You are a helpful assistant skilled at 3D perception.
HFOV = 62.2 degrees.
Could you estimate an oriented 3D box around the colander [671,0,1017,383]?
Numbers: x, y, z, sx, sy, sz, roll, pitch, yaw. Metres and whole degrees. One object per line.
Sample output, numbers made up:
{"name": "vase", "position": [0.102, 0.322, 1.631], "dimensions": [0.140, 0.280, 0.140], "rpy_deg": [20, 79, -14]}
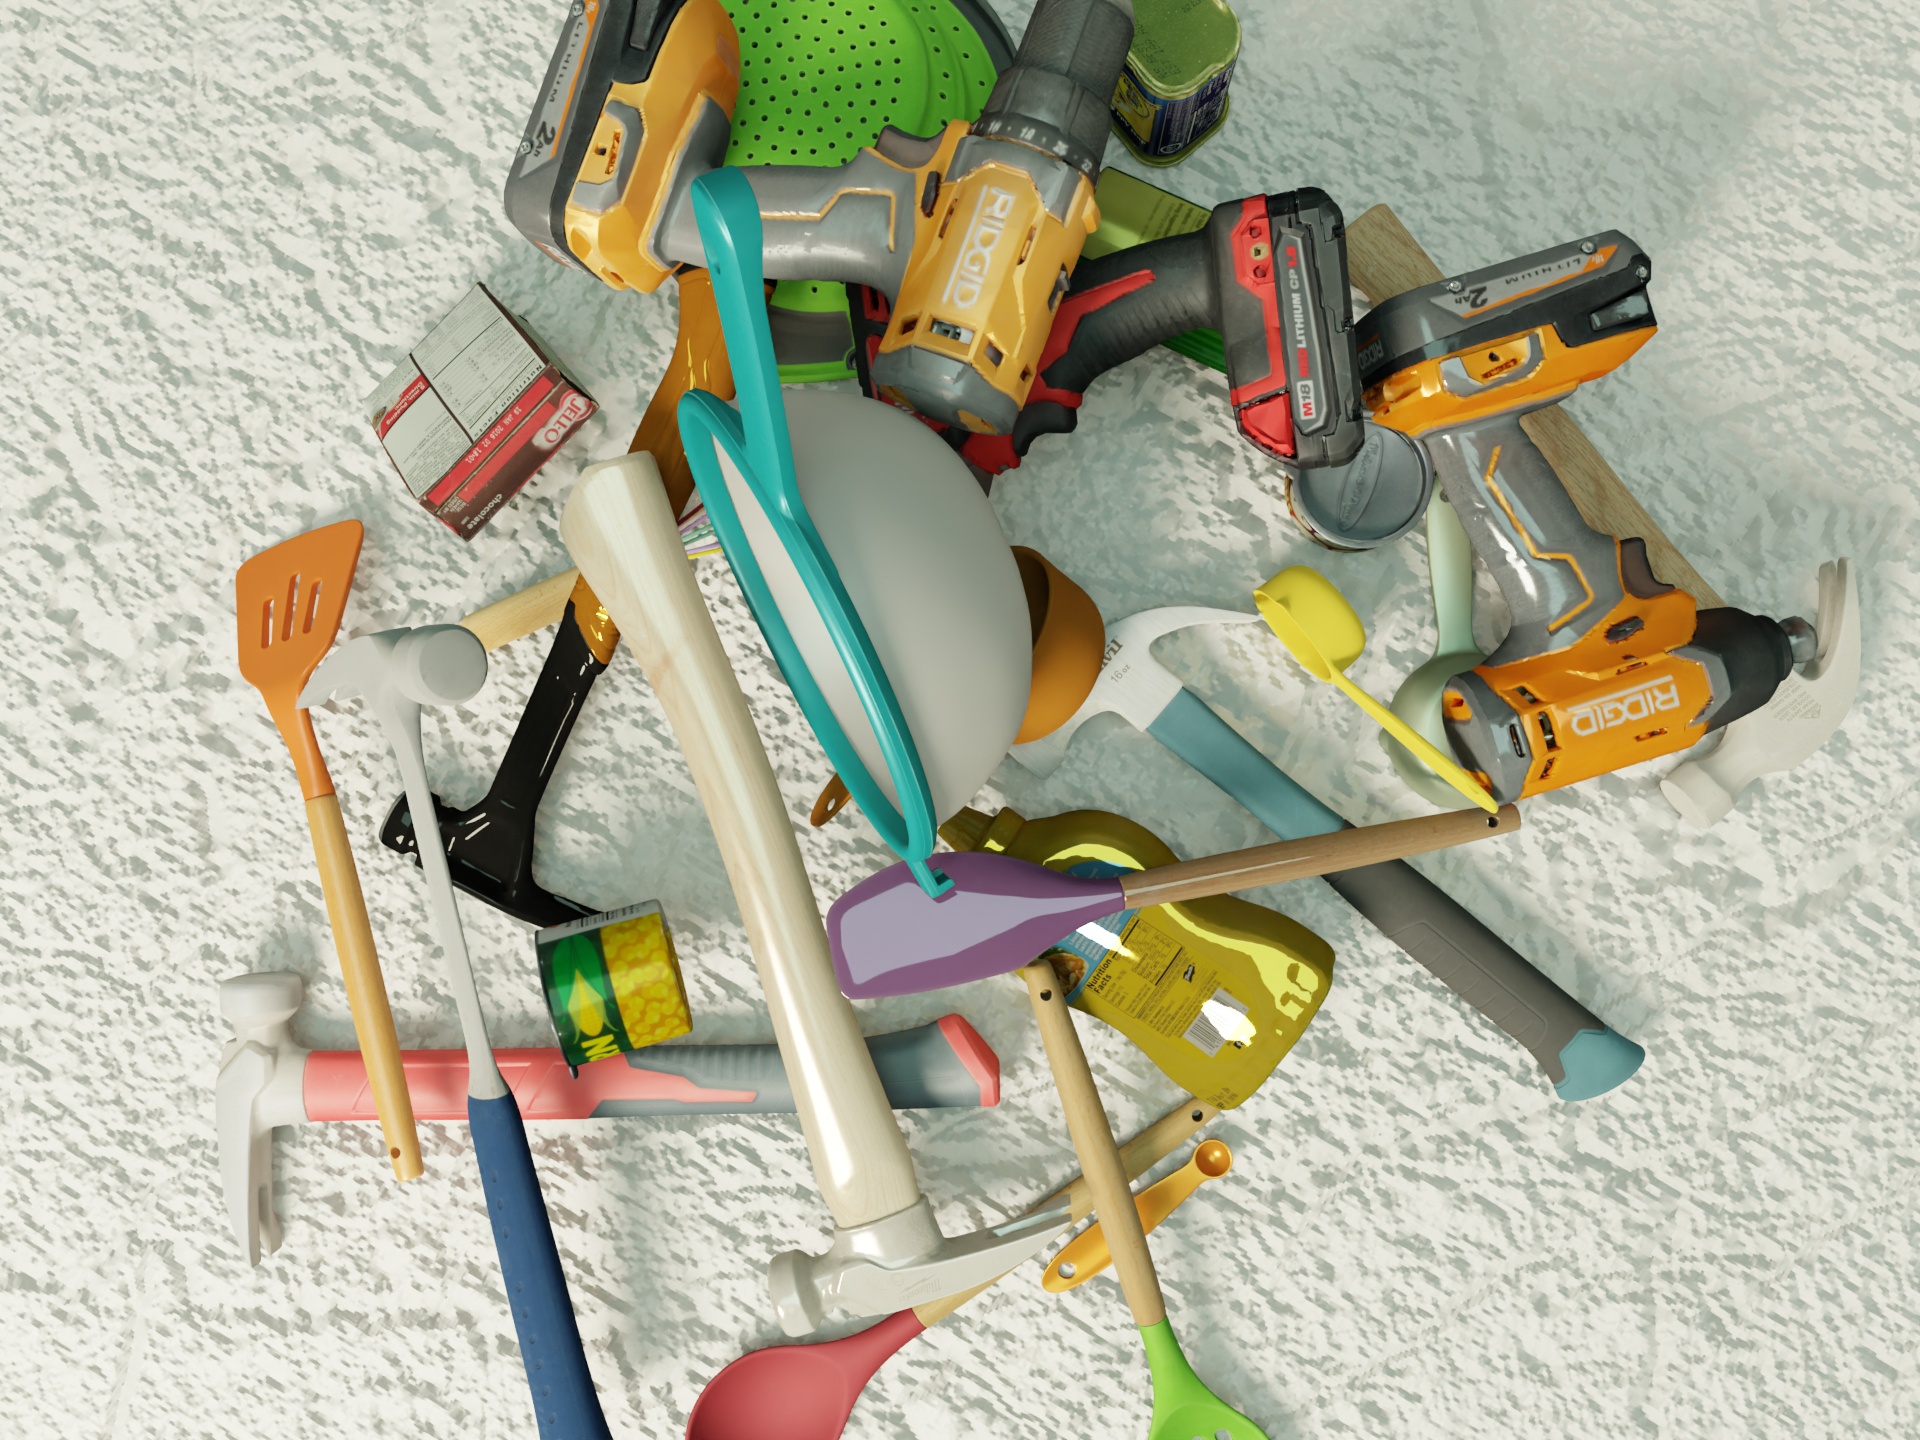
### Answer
{"name": "colander", "position": [-0.078, -0.367, 0.750], "dimensions": [0.204, 0.094, 0.397], "rpy_deg": [-8, 90, 3]}

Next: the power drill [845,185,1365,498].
{"name": "power drill", "position": [0.062, -0.151, 0.702], "dimensions": [0.219, 0.078, 0.143], "rpy_deg": [-5, 101, 15]}

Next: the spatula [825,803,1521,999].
{"name": "spatula", "position": [0.097, 0.070, 0.713], "dimensions": [0.316, 0.018, 0.060], "rpy_deg": [-10, 87, -3]}

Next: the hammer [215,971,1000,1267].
{"name": "hammer", "position": [-0.173, 0.194, 0.785], "dimensions": [0.386, 0.038, 0.143], "rpy_deg": [-2, 91, 3]}

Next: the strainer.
{"name": "strainer", "position": [-0.031, -0.085, 0.600], "dimensions": [0.095, 0.340, 0.211], "rpy_deg": [-27, 64, -12]}

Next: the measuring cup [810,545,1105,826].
{"name": "measuring cup", "position": [-0.001, -0.002, 0.761], "dimensions": [0.052, 0.095, 0.173], "rpy_deg": [30, 111, -36]}

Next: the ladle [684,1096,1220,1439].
{"name": "ladle", "position": [0.000, 0.276, 0.781], "dimensions": [0.315, 0.031, 0.069], "rpy_deg": [-36, 89, 1]}

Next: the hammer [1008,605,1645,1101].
{"name": "hammer", "position": [0.186, 0.068, 0.766], "dimensions": [0.331, 0.033, 0.128], "rpy_deg": [40, 93, 2]}

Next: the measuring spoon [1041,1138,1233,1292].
{"name": "measuring spoon", "position": [0.086, 0.245, 0.785], "dimensions": [0.117, 0.011, 0.021], "rpy_deg": [-40, 89, 6]}

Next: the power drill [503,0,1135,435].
{"name": "power drill", "position": [-0.050, -0.236, 0.649], "dimensions": [0.226, 0.084, 0.185], "rpy_deg": [21, 91, 11]}

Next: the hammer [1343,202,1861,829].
{"name": "hammer", "position": [0.298, -0.115, 0.760], "dimensions": [0.130, 0.031, 0.331], "rpy_deg": [-40, 88, 3]}

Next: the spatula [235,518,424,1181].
{"name": "spatula", "position": [-0.298, 0.061, 0.771], "dimensions": [0.081, 0.041, 0.323], "rpy_deg": [-17, 84, 17]}

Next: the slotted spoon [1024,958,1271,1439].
{"name": "slotted spoon", "position": [0.085, 0.260, 0.756], "dimensions": [0.070, 0.031, 0.313], "rpy_deg": [-19, 97, -1]}

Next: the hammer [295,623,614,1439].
{"name": "hammer", "position": [-0.219, 0.157, 0.726], "dimensions": [0.035, 0.144, 0.405], "rpy_deg": [-18, 103, -40]}

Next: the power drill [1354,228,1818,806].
{"name": "power drill", "position": [0.277, -0.091, 0.706], "dimensions": [0.164, 0.084, 0.226], "rpy_deg": [-17, 92, -1]}

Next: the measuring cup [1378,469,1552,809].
{"name": "measuring cup", "position": [0.241, -0.039, 0.759], "dimensions": [0.083, 0.038, 0.167], "rpy_deg": [-5, 92, 3]}

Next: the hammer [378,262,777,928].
{"name": "hammer", "position": [-0.160, -0.058, 0.753], "dimensions": [0.127, 0.034, 0.337], "rpy_deg": [27, 103, 3]}

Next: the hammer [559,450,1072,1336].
{"name": "hammer", "position": [-0.078, 0.074, 0.727], "dimensions": [0.146, 0.038, 0.410], "rpy_deg": [-19, 96, 3]}

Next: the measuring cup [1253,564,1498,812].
{"name": "measuring cup", "position": [0.195, -0.017, 0.728], "dimensions": [0.029, 0.062, 0.157], "rpy_deg": [-41, 58, -2]}

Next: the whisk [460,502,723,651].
{"name": "whisk", "position": [-0.136, -0.091, 0.781], "dimensions": [0.245, 0.051, 0.047], "rpy_deg": [-23, 103, 9]}
